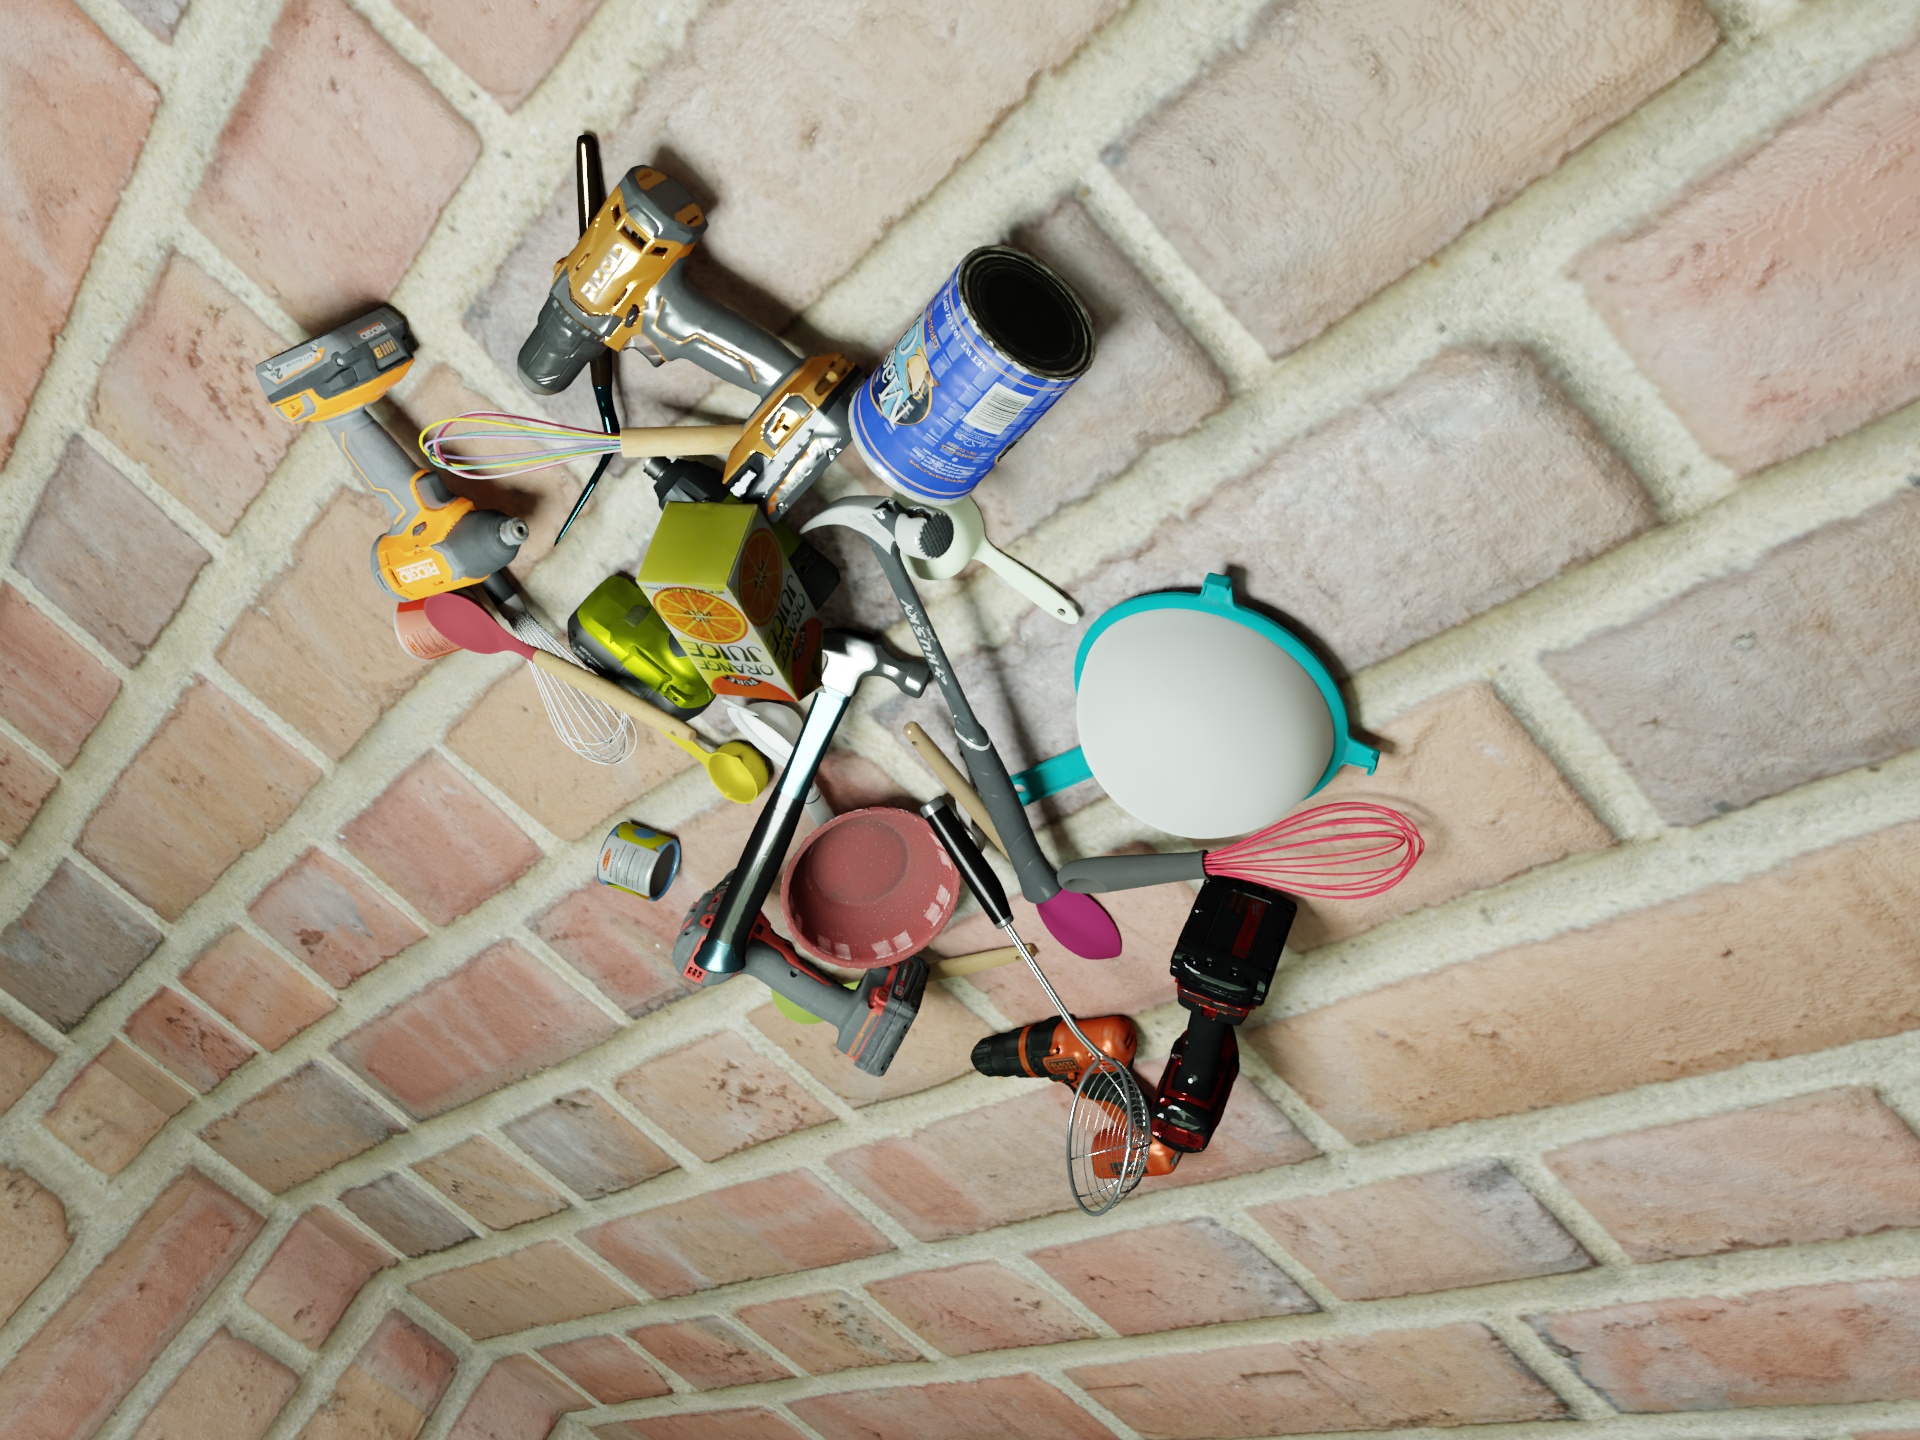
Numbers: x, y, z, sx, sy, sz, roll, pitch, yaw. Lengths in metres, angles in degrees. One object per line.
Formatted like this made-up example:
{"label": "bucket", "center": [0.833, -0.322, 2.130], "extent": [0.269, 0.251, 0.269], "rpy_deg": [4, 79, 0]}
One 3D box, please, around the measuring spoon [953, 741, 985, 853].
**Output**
{"label": "measuring spoon", "center": [0.008, 0.065, 1.359], "extent": [0.034, 0.018, 0.124], "rpy_deg": [27, 135, 35]}

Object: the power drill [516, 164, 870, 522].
{"label": "power drill", "center": [-0.189, -0.241, 1.105], "extent": [0.226, 0.084, 0.185], "rpy_deg": [42, 123, -11]}

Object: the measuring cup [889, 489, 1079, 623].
{"label": "measuring cup", "center": [0.013, -0.112, 1.165], "extent": [0.167, 0.038, 0.083], "rpy_deg": [35, 138, -1]}

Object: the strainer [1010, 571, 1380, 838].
{"label": "strainer", "center": [0.126, 0.036, 1.198], "extent": [0.211, 0.095, 0.340], "rpy_deg": [46, 138, -17]}

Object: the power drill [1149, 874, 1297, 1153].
{"label": "power drill", "center": [0.213, 0.242, 1.324], "extent": [0.078, 0.143, 0.219], "rpy_deg": [18, 130, 15]}

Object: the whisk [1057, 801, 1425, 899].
{"label": "whisk", "center": [0.209, 0.110, 1.229], "extent": [0.296, 0.073, 0.073], "rpy_deg": [-9, 125, 28]}

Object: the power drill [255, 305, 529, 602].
{"label": "power drill", "center": [-0.448, -0.210, 1.287], "extent": [0.164, 0.084, 0.226], "rpy_deg": [-9, 117, 34]}

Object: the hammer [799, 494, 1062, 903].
{"label": "hammer", "center": [-0.002, -0.004, 1.223], "extent": [0.149, 0.036, 0.408], "rpy_deg": [20, 144, 44]}

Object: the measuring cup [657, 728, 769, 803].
{"label": "measuring cup", "center": [-0.238, 0.016, 1.449], "extent": [0.156, 0.029, 0.062], "rpy_deg": [37, 139, 11]}

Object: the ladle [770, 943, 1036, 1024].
{"label": "ladle", "center": [-0.060, 0.245, 1.554], "extent": [0.320, 0.062, 0.078], "rpy_deg": [-17, 118, 32]}

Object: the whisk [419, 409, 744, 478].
{"label": "whisk", "center": [-0.271, -0.205, 1.165], "extent": [0.245, 0.051, 0.047], "rpy_deg": [-3, 119, -7]}

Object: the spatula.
{"label": "spatula", "center": [-0.277, -0.273, 1.171], "extent": [0.044, 0.082, 0.317], "rpy_deg": [11, 130, 5]}

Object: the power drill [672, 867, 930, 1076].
{"label": "power drill", "center": [-0.147, 0.220, 1.482], "extent": [0.226, 0.188, 0.080], "rpy_deg": [27, 107, -2]}

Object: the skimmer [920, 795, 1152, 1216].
{"label": "skimmer", "center": [0.048, 0.235, 1.337], "extent": [0.363, 0.090, 0.127], "rpy_deg": [58, 154, 5]}

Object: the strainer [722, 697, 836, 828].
{"label": "strainer", "center": [-0.137, 0.057, 1.413], "extent": [0.087, 0.050, 0.258], "rpy_deg": [21, 148, 43]}

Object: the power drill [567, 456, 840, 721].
{"label": "power drill", "center": [-0.219, -0.106, 1.280], "extent": [0.171, 0.080, 0.223], "rpy_deg": [40, 133, -10]}

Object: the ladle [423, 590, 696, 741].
{"label": "ladle", "center": [-0.335, -0.045, 1.327], "extent": [0.316, 0.031, 0.069], "rpy_deg": [24, 145, 30]}

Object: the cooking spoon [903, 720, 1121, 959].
{"label": "cooking spoon", "center": [0.044, 0.111, 1.356], "extent": [0.069, 0.017, 0.318], "rpy_deg": [-13, 129, 36]}

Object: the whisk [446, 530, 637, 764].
{"label": "whisk", "center": [-0.383, -0.075, 1.417], "extent": [0.070, 0.070, 0.284], "rpy_deg": [-15, 116, 38]}

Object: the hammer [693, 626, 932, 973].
{"label": "hammer", "center": [-0.145, 0.073, 1.321], "extent": [0.128, 0.033, 0.331], "rpy_deg": [26, 108, 2]}
